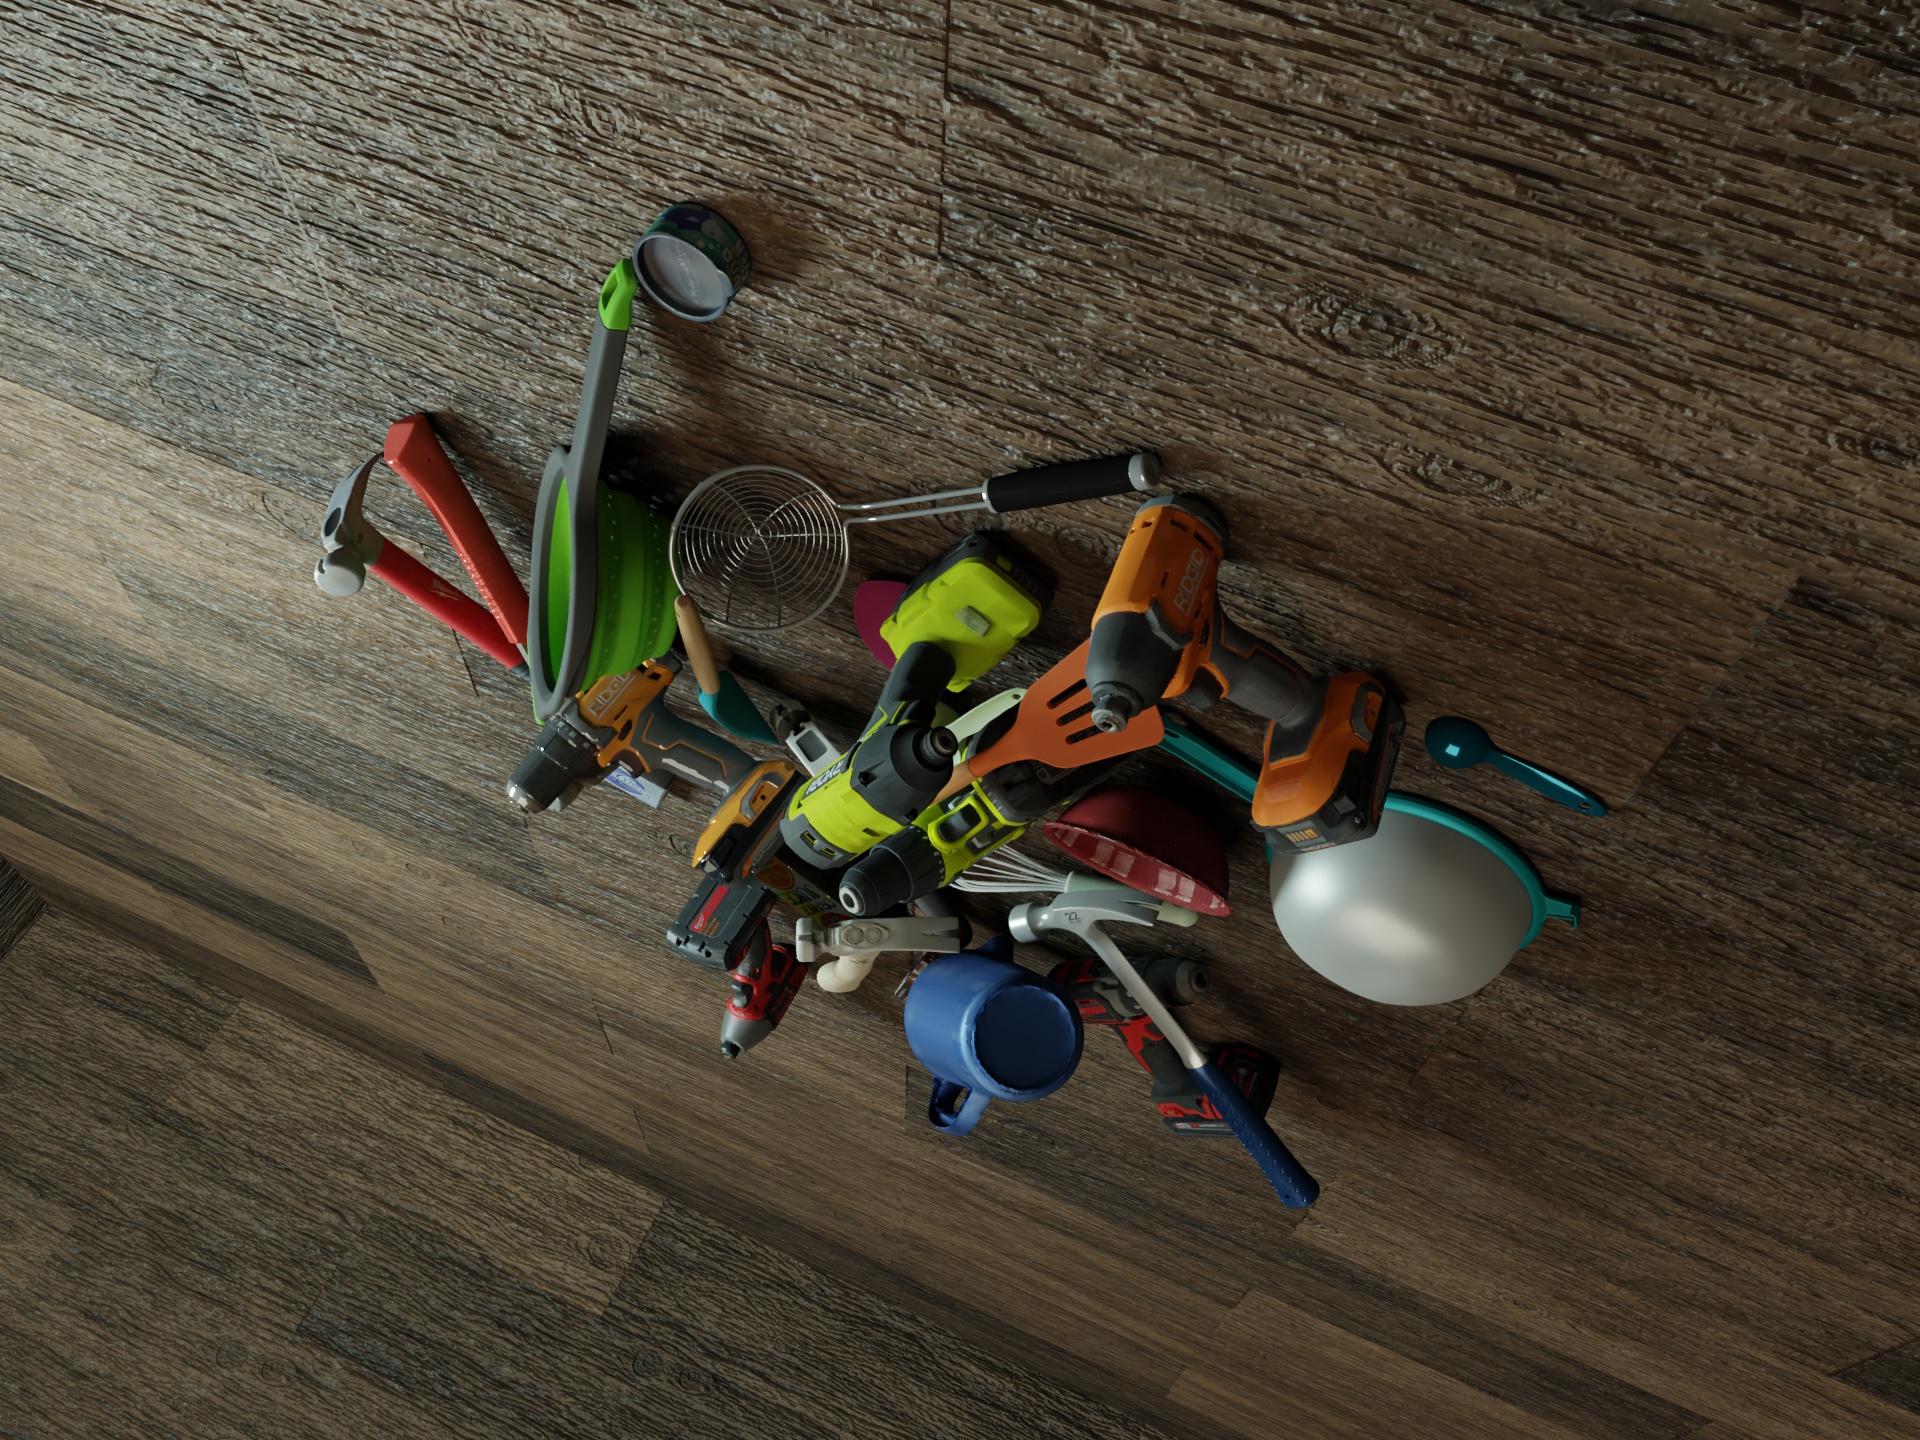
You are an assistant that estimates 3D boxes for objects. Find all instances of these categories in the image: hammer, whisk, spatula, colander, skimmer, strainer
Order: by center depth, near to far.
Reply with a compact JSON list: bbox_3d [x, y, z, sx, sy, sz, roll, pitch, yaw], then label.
[{"bbox_3d":[-0.040,-0.127,1.054,0.363,0.090,0.127,-2,123,39],"label":"skimmer"},{"bbox_3d":[0.002,0.038,1.098,0.322,0.041,0.081,-30,86,43],"label":"spatula"},{"bbox_3d":[-0.244,-0.158,1.165,0.094,0.205,0.396,2,139,-23],"label":"colander"},{"bbox_3d":[0.263,0.116,1.170,0.340,0.095,0.211,32,149,-9],"label":"strainer"},{"bbox_3d":[-0.188,-0.043,1.229,0.082,0.044,0.317,54,168,11],"label":"spatula"},{"bbox_3d":[-0.378,-0.102,1.365,0.037,0.149,0.358,5,131,38],"label":"hammer"},{"bbox_3d":[0.089,0.143,1.396,0.246,0.058,0.059,12,115,18],"label":"whisk"},{"bbox_3d":[0.210,0.297,1.418,0.144,0.035,0.405,-18,119,40],"label":"hammer"},{"bbox_3d":[-0.404,-0.078,1.429,0.038,0.143,0.385,-25,137,24],"label":"hammer"},{"bbox_3d":[-0.061,0.118,1.443,0.146,0.035,0.334,46,173,42],"label":"hammer"},{"bbox_3d":[-0.095,0.240,1.602,0.146,0.038,0.410,-1,166,-7],"label":"hammer"}]

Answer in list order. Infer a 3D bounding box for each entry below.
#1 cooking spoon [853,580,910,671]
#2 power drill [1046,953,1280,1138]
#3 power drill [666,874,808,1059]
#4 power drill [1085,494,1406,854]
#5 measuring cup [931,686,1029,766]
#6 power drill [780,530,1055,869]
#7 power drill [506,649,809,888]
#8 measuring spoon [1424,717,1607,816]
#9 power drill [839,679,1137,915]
[{"bbox_3d":[-0.022,-0.004,1.291,0.069,0.017,0.318,4,142,19],"label":"cooking spoon"},{"bbox_3d":[0.207,0.300,1.507,0.226,0.080,0.188,46,144,-21],"label":"power drill"},{"bbox_3d":[-0.240,0.270,1.747,0.078,0.143,0.219,17,145,23],"label":"power drill"},{"bbox_3d":[0.170,-0.012,0.992,0.226,0.164,0.084,40,145,-22],"label":"power drill"},{"bbox_3d":[-0.002,-0.004,1.238,0.083,0.038,0.167,37,136,-26],"label":"measuring cup"},{"bbox_3d":[-0.023,-0.016,1.069,0.080,0.223,0.171,38,142,-14],"label":"power drill"},{"bbox_3d":[-0.258,0.053,1.368,0.226,0.185,0.084,40,170,-5],"label":"power drill"},{"bbox_3d":[0.364,0.038,1.046,0.128,0.021,0.042,27,149,4],"label":"measuring spoon"},{"bbox_3d":[0.016,0.065,1.208,0.080,0.190,0.228,55,143,7],"label":"power drill"}]
